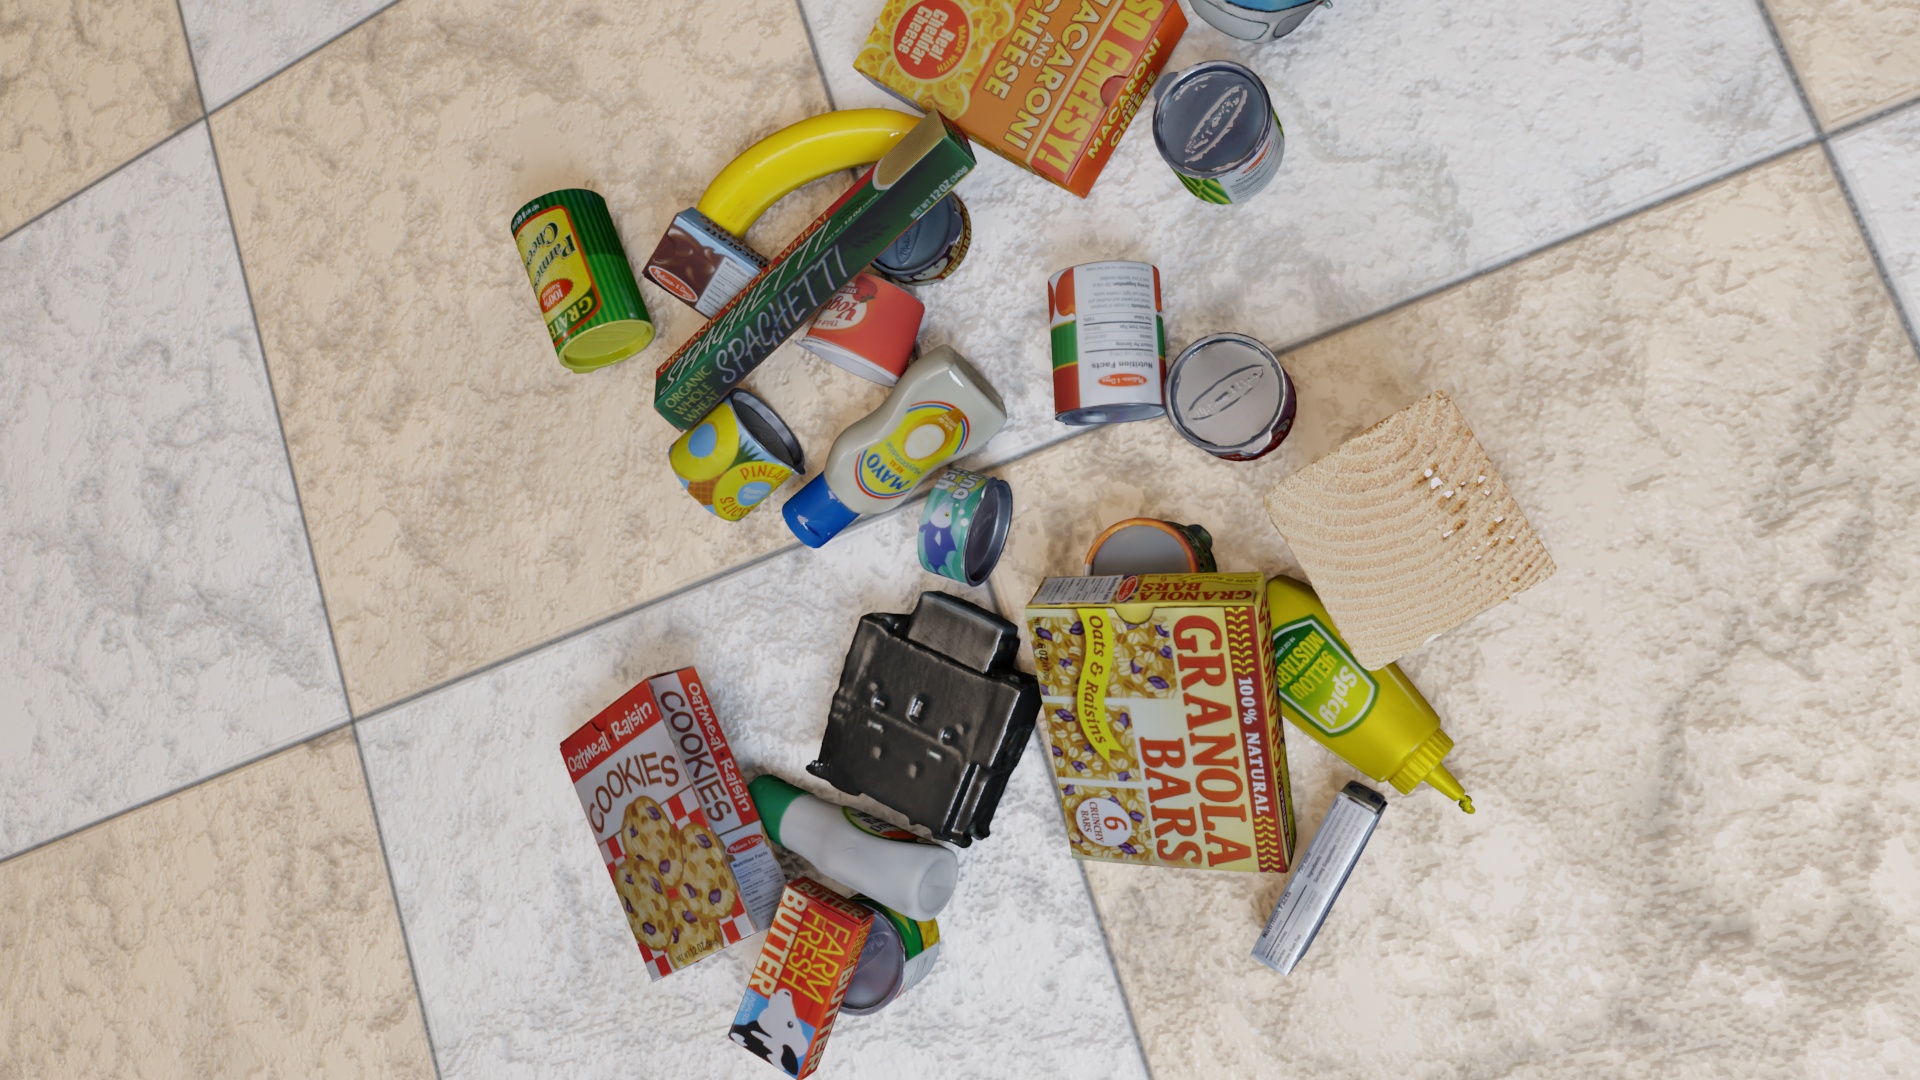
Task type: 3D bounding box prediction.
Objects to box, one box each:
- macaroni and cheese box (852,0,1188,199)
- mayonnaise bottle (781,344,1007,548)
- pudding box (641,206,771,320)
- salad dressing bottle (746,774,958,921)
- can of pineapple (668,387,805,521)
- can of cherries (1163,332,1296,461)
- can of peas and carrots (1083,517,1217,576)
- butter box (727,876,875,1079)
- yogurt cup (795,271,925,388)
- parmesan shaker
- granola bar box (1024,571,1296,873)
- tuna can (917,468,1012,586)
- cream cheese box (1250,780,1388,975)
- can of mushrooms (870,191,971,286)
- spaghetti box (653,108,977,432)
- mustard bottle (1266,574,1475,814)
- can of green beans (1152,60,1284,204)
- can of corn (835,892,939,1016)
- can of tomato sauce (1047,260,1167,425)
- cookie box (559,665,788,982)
[{"bbox_3d":[0.034,-0.301,0.844,0.167,0.040,0.123,34,100,19],"label":"macaroni and cheese box"},{"bbox_3d":[-0.045,-0.052,0.850,0.148,0.064,0.041,-39,31,16],"label":"mayonnaise bottle"},{"bbox_3d":[-0.154,-0.170,0.891,0.084,0.030,0.049,33,114,-7],"label":"pudding box"},{"bbox_3d":[-0.071,0.182,0.838,0.148,0.064,0.044,16,84,35],"label":"salad dressing bottle"},{"bbox_3d":[-0.141,-0.052,0.881,0.057,0.071,0.071,-40,75,15],"label":"can of pineapple"},{"bbox_3d":[0.153,-0.076,0.778,0.071,0.058,0.071,-1,86,19],"label":"can of cherries"},{"bbox_3d":[0.110,0.019,0.788,0.071,0.059,0.071,-1,88,20],"label":"can of peas and carrots"},{"bbox_3d":[-0.092,0.253,0.805,0.053,0.024,0.103,23,96,21],"label":"butter box"},{"bbox_3d":[-0.057,-0.131,0.857,0.072,0.072,0.054,23,87,20],"label":"yogurt cup"},{"bbox_3d":[-0.255,-0.173,0.931,0.071,0.071,0.103,-27,78,17],"label":"parmesan shaker"},{"bbox_3d":[0.110,0.100,0.754,0.124,0.039,0.165,-2,113,23],"label":"granola bar box"},{"bbox_3d":[0.003,-0.010,0.824,0.033,0.071,0.071,17,93,21],"label":"tuna can"},{"bbox_3d":[0.195,0.182,0.751,0.024,0.053,0.103,29,97,21],"label":"cream cheese box"},{"bbox_3d":[-0.026,-0.193,0.864,0.071,0.033,0.071,-1,86,20],"label":"can of mushrooms"},{"bbox_3d":[-0.093,-0.160,0.842,0.249,0.028,0.050,-39,32,17],"label":"spaghetti box"},{"bbox_3d":[0.215,0.088,0.750,0.160,0.049,0.065,43,108,17],"label":"mustard bottle"},{"bbox_3d":[0.147,-0.230,0.788,0.071,0.058,0.071,-1,87,20],"label":"can of green beans"},{"bbox_3d":[-0.054,0.243,0.837,0.071,0.058,0.071,-1,87,21],"label":"can of corn"},{"bbox_3d":[0.084,-0.112,0.803,0.071,0.071,0.083,-5,85,20],"label":"can of tomato sauce"},{"bbox_3d":[-0.182,0.179,0.874,0.122,0.040,0.167,-35,75,39],"label":"cookie box"}]
